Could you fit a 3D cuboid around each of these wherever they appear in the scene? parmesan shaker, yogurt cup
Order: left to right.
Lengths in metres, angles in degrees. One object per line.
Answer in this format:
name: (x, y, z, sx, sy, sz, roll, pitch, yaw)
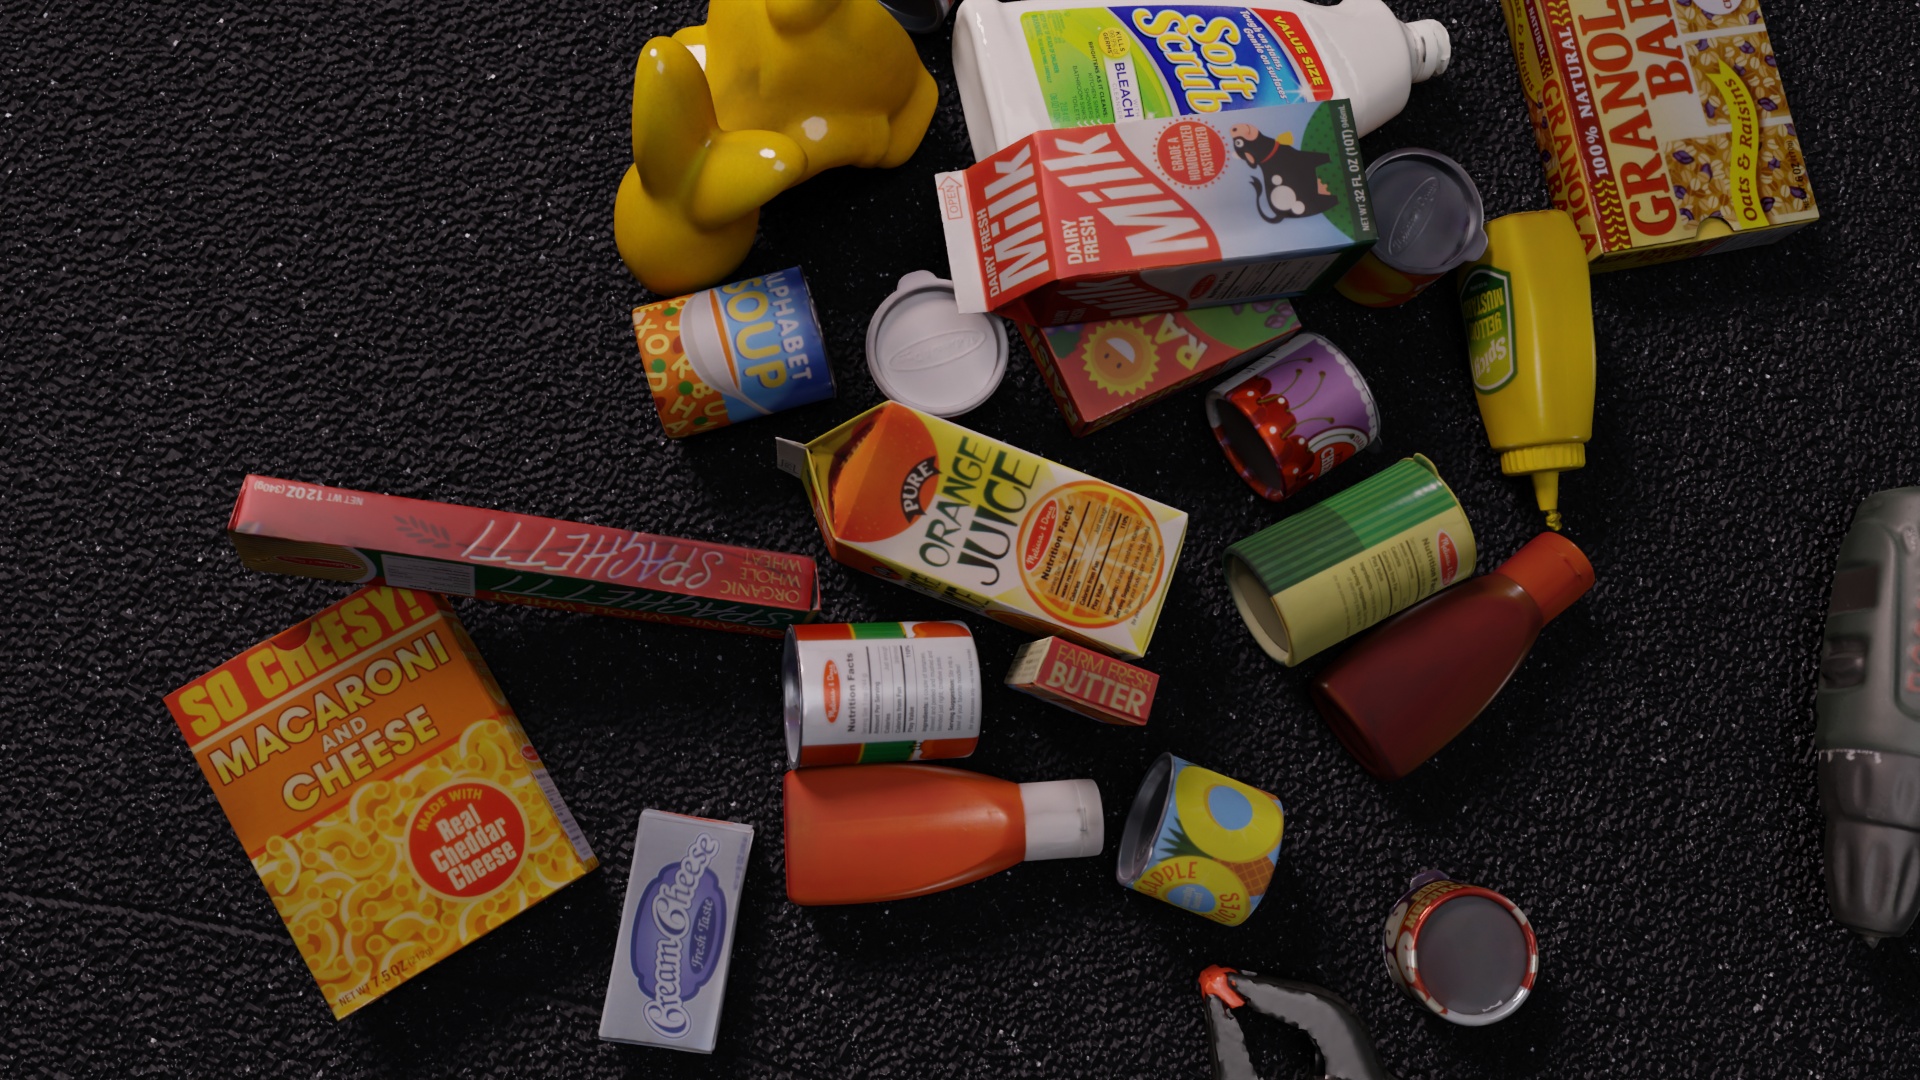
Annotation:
yogurt cup: (-0.013, -0.088, 0.683, 0.072, 0.054, 0.072, 1, 82, -5)
parmesan shaker: (0.188, 0.008, 0.680, 0.103, 0.071, 0.071, -25, 85, -7)

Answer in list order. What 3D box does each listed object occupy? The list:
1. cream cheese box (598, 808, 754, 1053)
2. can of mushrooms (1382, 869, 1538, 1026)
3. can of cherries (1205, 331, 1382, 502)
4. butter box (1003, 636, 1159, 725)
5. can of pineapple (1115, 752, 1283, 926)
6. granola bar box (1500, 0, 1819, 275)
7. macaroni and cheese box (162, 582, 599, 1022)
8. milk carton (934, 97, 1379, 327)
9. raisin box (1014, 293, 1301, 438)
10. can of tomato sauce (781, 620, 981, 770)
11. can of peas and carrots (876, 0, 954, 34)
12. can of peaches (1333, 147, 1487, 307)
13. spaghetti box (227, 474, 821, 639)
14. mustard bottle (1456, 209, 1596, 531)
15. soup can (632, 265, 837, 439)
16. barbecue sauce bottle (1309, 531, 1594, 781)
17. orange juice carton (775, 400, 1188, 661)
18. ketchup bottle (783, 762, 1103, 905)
cream cheese box: (-0.131, 0.182, 0.648, 0.053, 0.024, 0.104, 10, 81, -3)
can of mushrooms: (0.242, 0.198, 0.676, 0.071, 0.033, 0.071, 1, 83, -5)
can of cherries: (0.165, -0.059, 0.688, 0.058, 0.071, 0.071, -32, 86, -8)
butter box: (0.054, 0.066, 0.642, 0.053, 0.103, 0.024, 21, 82, -3)
can of pineapple: (0.112, 0.142, 0.654, 0.058, 0.071, 0.071, 22, 81, -2)
granola bar box: (0.374, -0.234, 0.747, 0.124, 0.039, 0.165, -10, 83, -6)
macaroni and cheese box: (-0.263, 0.111, 0.638, 0.124, 0.040, 0.166, -31, 86, -9)
milk carton: (0.087, -0.150, 0.651, 0.191, 0.073, 0.072, -9, 82, -6)
raisin box: (0.096, -0.116, 0.705, 0.123, 0.040, 0.086, -25, 85, -9)
can of tomato sauce: (-0.038, 0.071, 0.648, 0.083, 0.071, 0.071, -1, 82, -14)
can of peas and carrots: (-0.027, -0.304, 0.707, 0.071, 0.071, 0.059, 29, 80, -1)
can of peaches: (0.226, -0.157, 0.713, 0.071, 0.058, 0.071, 1, 82, -6)
spaghetti box: (-0.189, 0.011, 0.630, 0.250, 0.050, 0.029, 9, 67, -16)
mustard bottle: (0.291, -0.084, 0.707, 0.049, 0.065, 0.160, -5, 86, -10)
soup can: (-0.108, -0.091, 0.666, 0.084, 0.071, 0.071, -16, 84, -7)
barbecue sauce bottle: (0.249, 0.052, 0.692, 0.149, 0.043, 0.065, -36, 87, -10)
orange juice carton: (0.002, -0.008, 0.664, 0.193, 0.071, 0.073, 21, 81, -2)
ketchup bottle: (-0.008, 0.136, 0.656, 0.149, 0.043, 0.065, -2, 80, -6)
